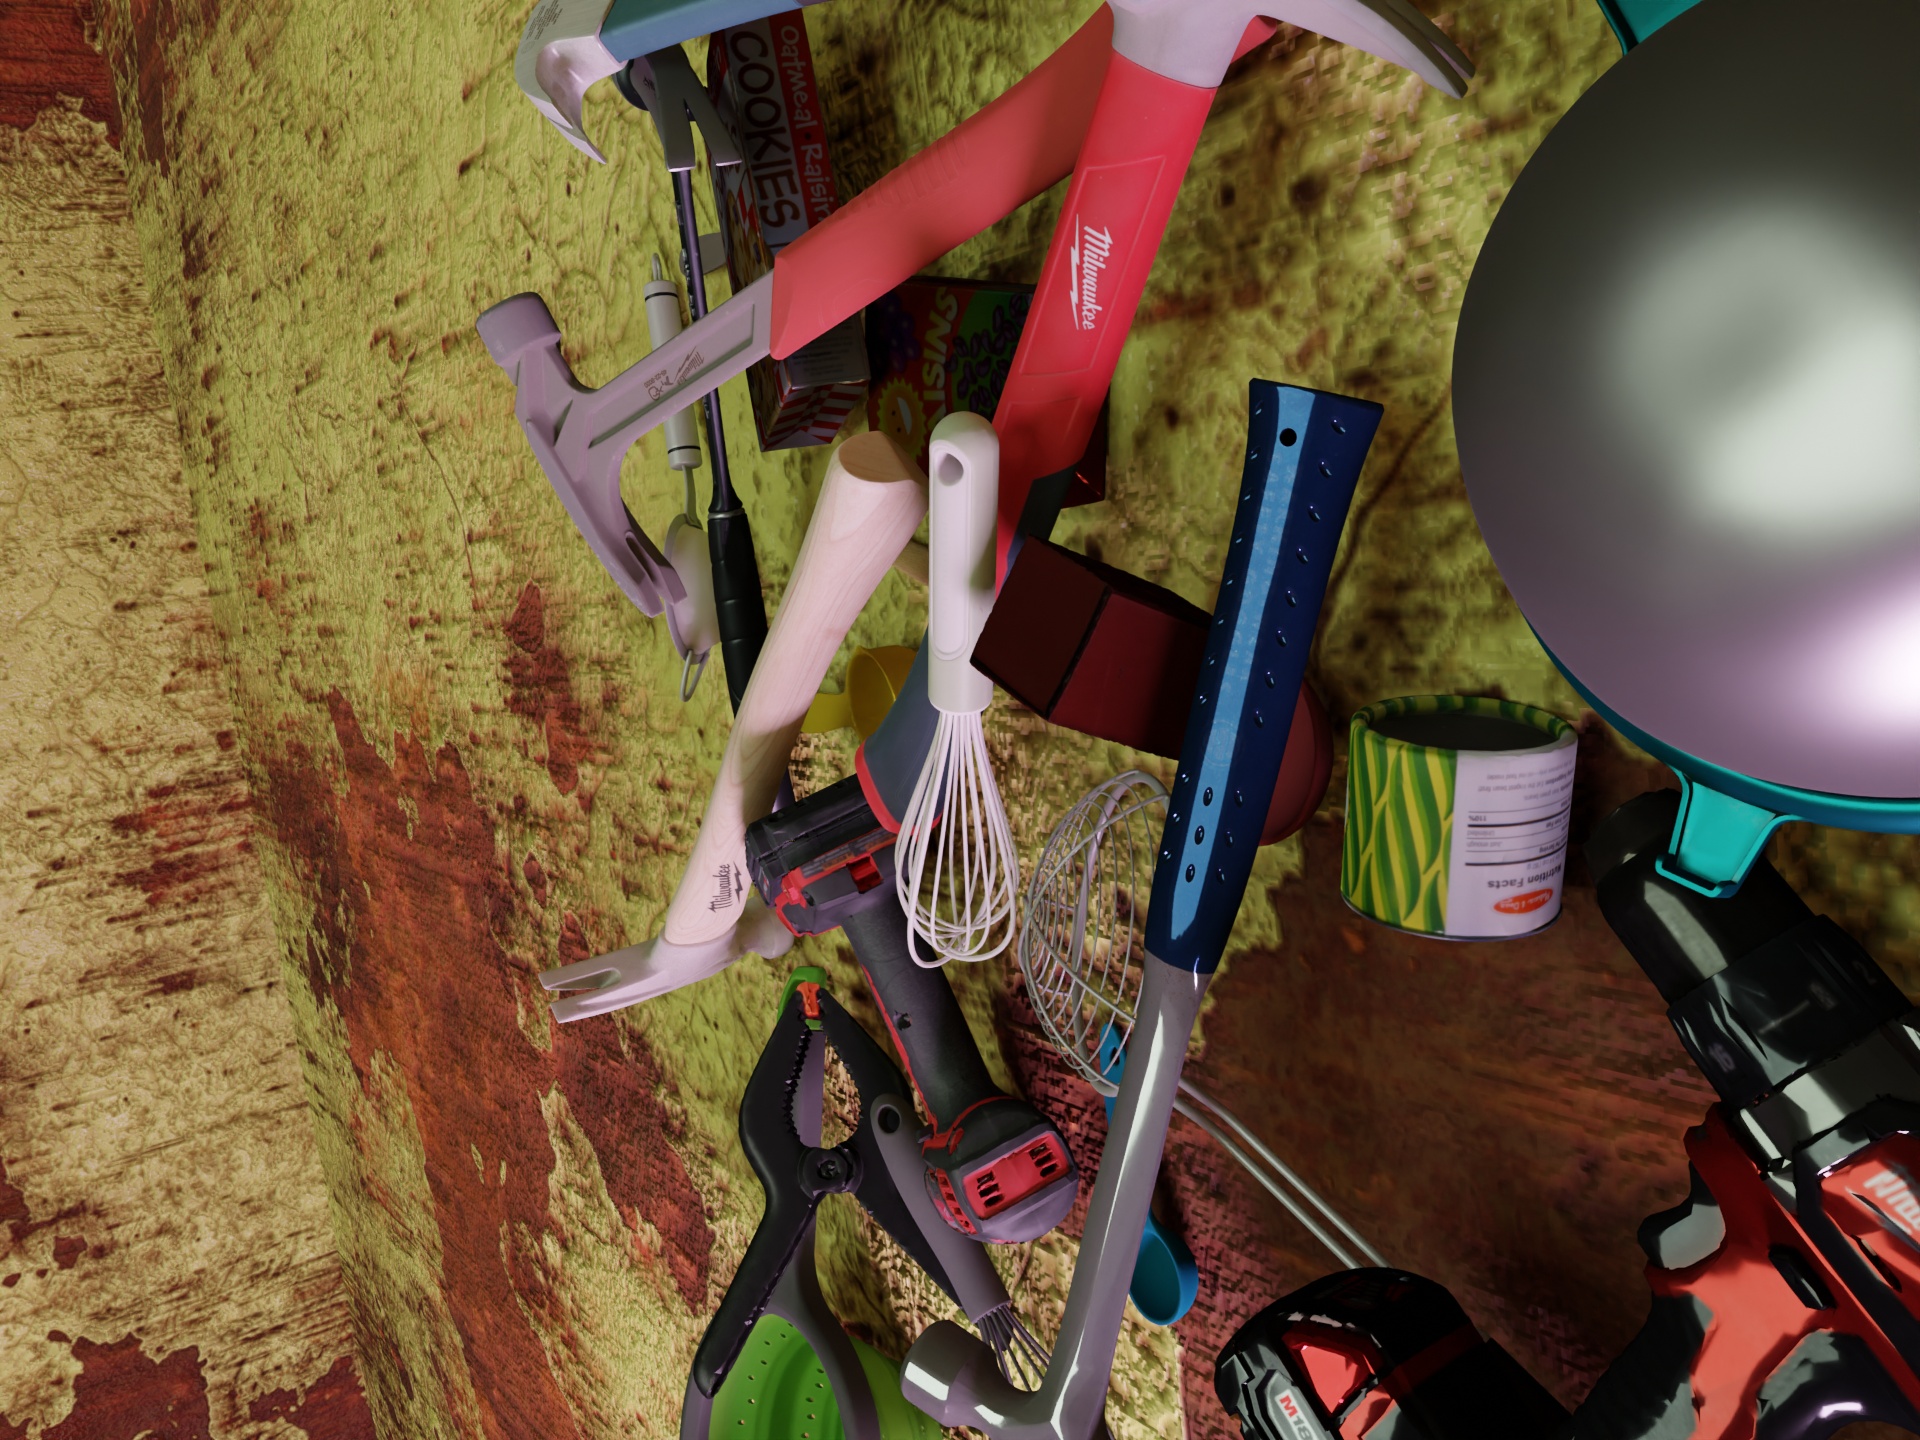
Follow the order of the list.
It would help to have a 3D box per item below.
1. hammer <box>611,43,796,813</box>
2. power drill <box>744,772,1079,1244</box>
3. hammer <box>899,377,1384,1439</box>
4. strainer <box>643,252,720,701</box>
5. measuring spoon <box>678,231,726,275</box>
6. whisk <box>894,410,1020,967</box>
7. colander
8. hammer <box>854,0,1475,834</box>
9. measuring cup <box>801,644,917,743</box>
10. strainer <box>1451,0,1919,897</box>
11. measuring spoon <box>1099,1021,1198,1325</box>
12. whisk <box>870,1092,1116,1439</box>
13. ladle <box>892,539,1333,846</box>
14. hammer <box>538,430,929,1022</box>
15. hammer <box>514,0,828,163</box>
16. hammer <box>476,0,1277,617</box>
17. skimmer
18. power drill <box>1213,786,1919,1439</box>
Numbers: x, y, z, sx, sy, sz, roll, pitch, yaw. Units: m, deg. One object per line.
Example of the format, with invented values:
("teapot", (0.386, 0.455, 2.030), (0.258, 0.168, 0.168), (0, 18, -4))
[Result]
("hammer", (-0.117, -0.118, 0.795), (0.149, 0.036, 0.408), (-122, 23, -55))
("power drill", (-0.021, 0.140, 0.754), (0.220, 0.078, 0.143), (62, 167, 10))
("hammer", (0.077, 0.092, 0.537), (0.144, 0.035, 0.405), (21, 107, 33))
("strainer", (-0.154, -0.142, 0.903), (0.087, 0.050, 0.258), (12, -111, -79))
("measuring spoon", (-0.124, -0.251, 0.851), (0.124, 0.018, 0.034), (17, 111, 60))
("whisk", (-0.001, -0.002, 0.614), (0.058, 0.059, 0.246), (23, 129, 31))
("colander", (-0.070, 0.343, 0.915), (0.204, 0.094, 0.397), (-10, 75, 53))
("hammer", (0.039, -0.089, 0.585), (0.143, 0.038, 0.386), (26, 132, 7))
("measuring cup", (-0.052, -0.008, 0.817), (0.156, 0.029, 0.062), (-3, 100, 66))
("strainer", (0.166, -0.135, 0.361), (0.211, 0.095, 0.341), (-36, 67, 44))
("measuring spoon", (0.082, 0.195, 0.695), (0.042, 0.021, 0.129), (-27, 69, 56))
("whisk", (0.012, 0.293, 0.787), (0.239, 0.055, 0.055), (60, 143, 23))
("ladle", (0.044, -0.033, 0.661), (0.316, 0.031, 0.069), (33, 115, 49))
("hammer", (-0.107, 0.023, 0.770), (0.038, 0.146, 0.410), (58, 144, 25))
("hammer", (-0.048, -0.289, 0.604), (0.331, 0.033, 0.128), (3, 64, 35))
("hammer", (-0.038, -0.169, 0.613), (0.359, 0.037, 0.149), (-23, 101, 33))
("skimmer", (0.148, 0.164, 0.572), (0.364, 0.090, 0.127), (43, 135, 26))
("power drill", (0.178, 0.148, 0.440), (0.226, 0.080, 0.188), (-46, 61, 29))
